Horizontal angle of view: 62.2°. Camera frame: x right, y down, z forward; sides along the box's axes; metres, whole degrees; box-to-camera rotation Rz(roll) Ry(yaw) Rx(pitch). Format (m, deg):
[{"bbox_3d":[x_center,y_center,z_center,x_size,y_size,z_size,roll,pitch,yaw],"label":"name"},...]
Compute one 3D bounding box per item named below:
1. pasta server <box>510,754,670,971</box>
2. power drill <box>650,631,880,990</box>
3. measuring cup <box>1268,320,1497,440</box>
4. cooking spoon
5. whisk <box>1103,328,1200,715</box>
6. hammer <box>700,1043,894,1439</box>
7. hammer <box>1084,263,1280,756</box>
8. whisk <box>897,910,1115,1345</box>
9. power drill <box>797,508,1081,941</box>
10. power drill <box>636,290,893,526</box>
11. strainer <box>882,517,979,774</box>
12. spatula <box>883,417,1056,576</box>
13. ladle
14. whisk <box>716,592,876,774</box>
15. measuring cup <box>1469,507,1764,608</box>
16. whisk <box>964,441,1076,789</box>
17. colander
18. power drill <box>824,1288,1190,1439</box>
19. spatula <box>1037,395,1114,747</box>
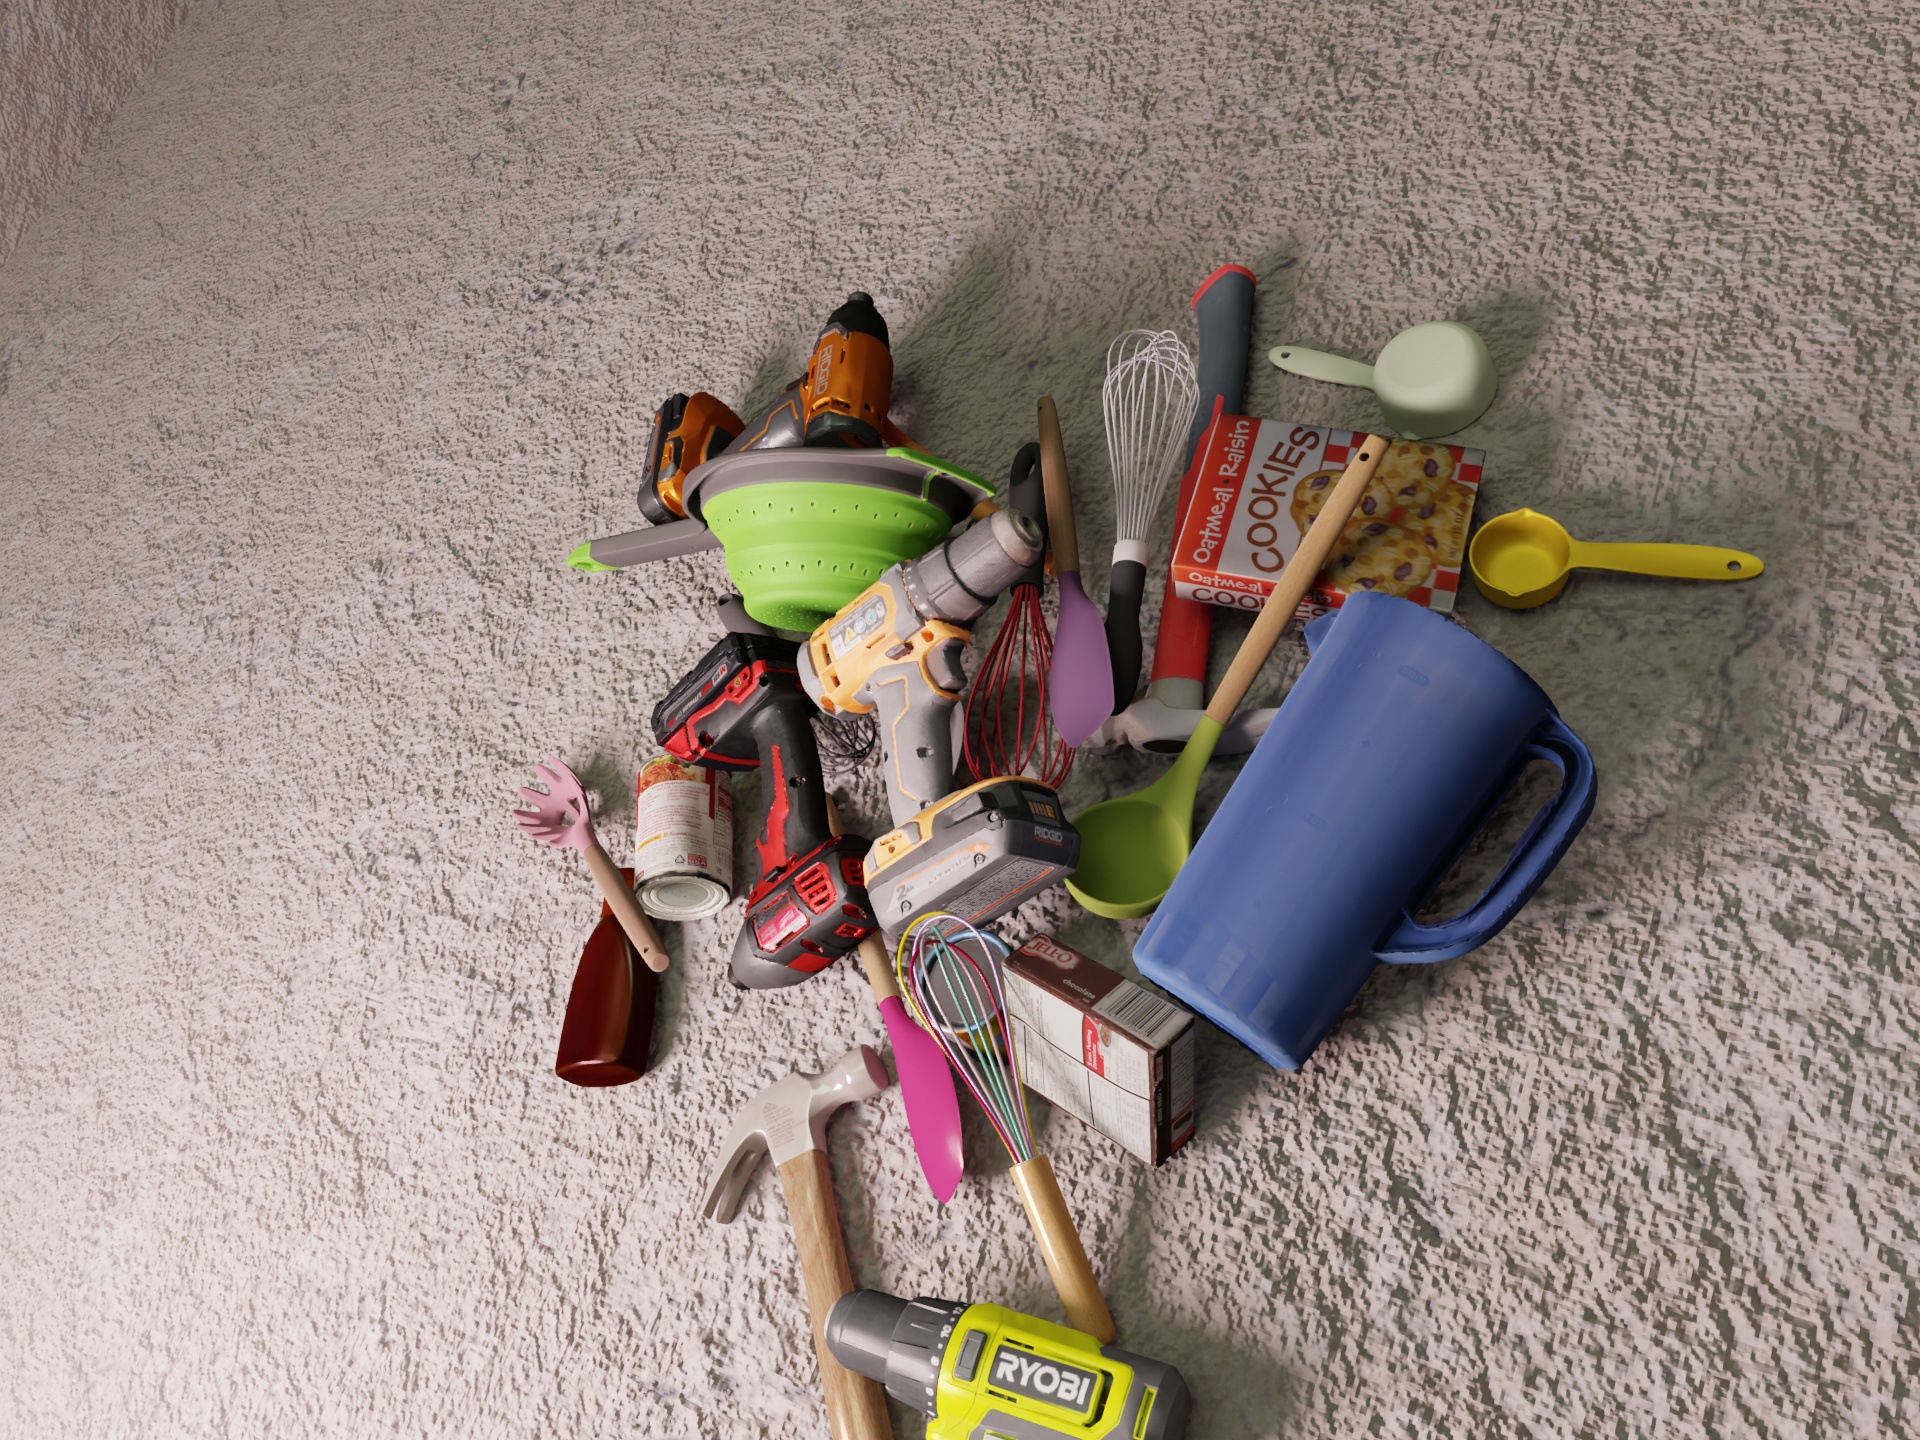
[{"bbox_3d":[-0.256,0.099,1.107,0.060,0.040,0.316,-56,31,1],"label":"pasta server"},{"bbox_3d":[-0.125,0.064,1.041,0.143,0.078,0.220,-41,57,32],"label":"power drill"},{"bbox_3d":[0.273,-0.239,1.059,0.168,0.038,0.083,24,75,37],"label":"measuring cup"},{"bbox_3d":[-0.051,0.158,1.000,0.319,0.017,0.068,-114,35,-44],"label":"cooking spoon"},{"bbox_3d":[0.115,-0.133,1.028,0.070,0.070,0.285,-4,65,29],"label":"whisk"},{"bbox_3d":[-0.068,0.352,0.891,0.130,0.031,0.332,-29,51,12],"label":"hammer"},{"bbox_3d":[0.178,-0.153,1.063,0.143,0.038,0.387,-3,60,28],"label":"hammer"},{"bbox_3d":[0.025,0.219,0.864,0.047,0.051,0.245,-16,75,-23],"label":"whisk"},{"bbox_3d":[-0.002,-0.003,0.958,0.185,0.084,0.226,-36,57,29],"label":"power drill"},{"bbox_3d":[-0.146,-0.242,1.261,0.226,0.084,0.164,-19,52,34],"label":"power drill"},{"bbox_3d":[-0.015,-0.038,1.091,0.087,0.050,0.259,-37,34,52],"label":"strainer"},{"bbox_3d":[-0.022,-0.192,1.219,0.081,0.041,0.323,-45,53,0],"label":"spatula"},{"bbox_3d":[0.158,-0.025,0.925,0.078,0.062,0.320,34,100,29],"label":"ladle"},{"bbox_3d":[-0.129,-0.033,1.168,0.055,0.055,0.239,-43,45,0],"label":"whisk"},{"bbox_3d":[0.375,-0.087,0.918,0.156,0.029,0.062,6,64,20],"label":"measuring cup"},{"bbox_3d":[0.045,-0.071,1.067,0.073,0.073,0.296,-12,55,24],"label":"whisk"},{"bbox_3d":[-0.157,-0.109,1.163,0.397,0.204,0.094,-6,78,39],"label":"colander"},{"bbox_3d":[-0.009,0.398,0.772,0.190,0.080,0.229,8,57,24],"label":"power drill"},{"bbox_3d":[0.067,-0.109,1.041,0.059,0.018,0.316,-46,34,38],"label":"spatula"}]
